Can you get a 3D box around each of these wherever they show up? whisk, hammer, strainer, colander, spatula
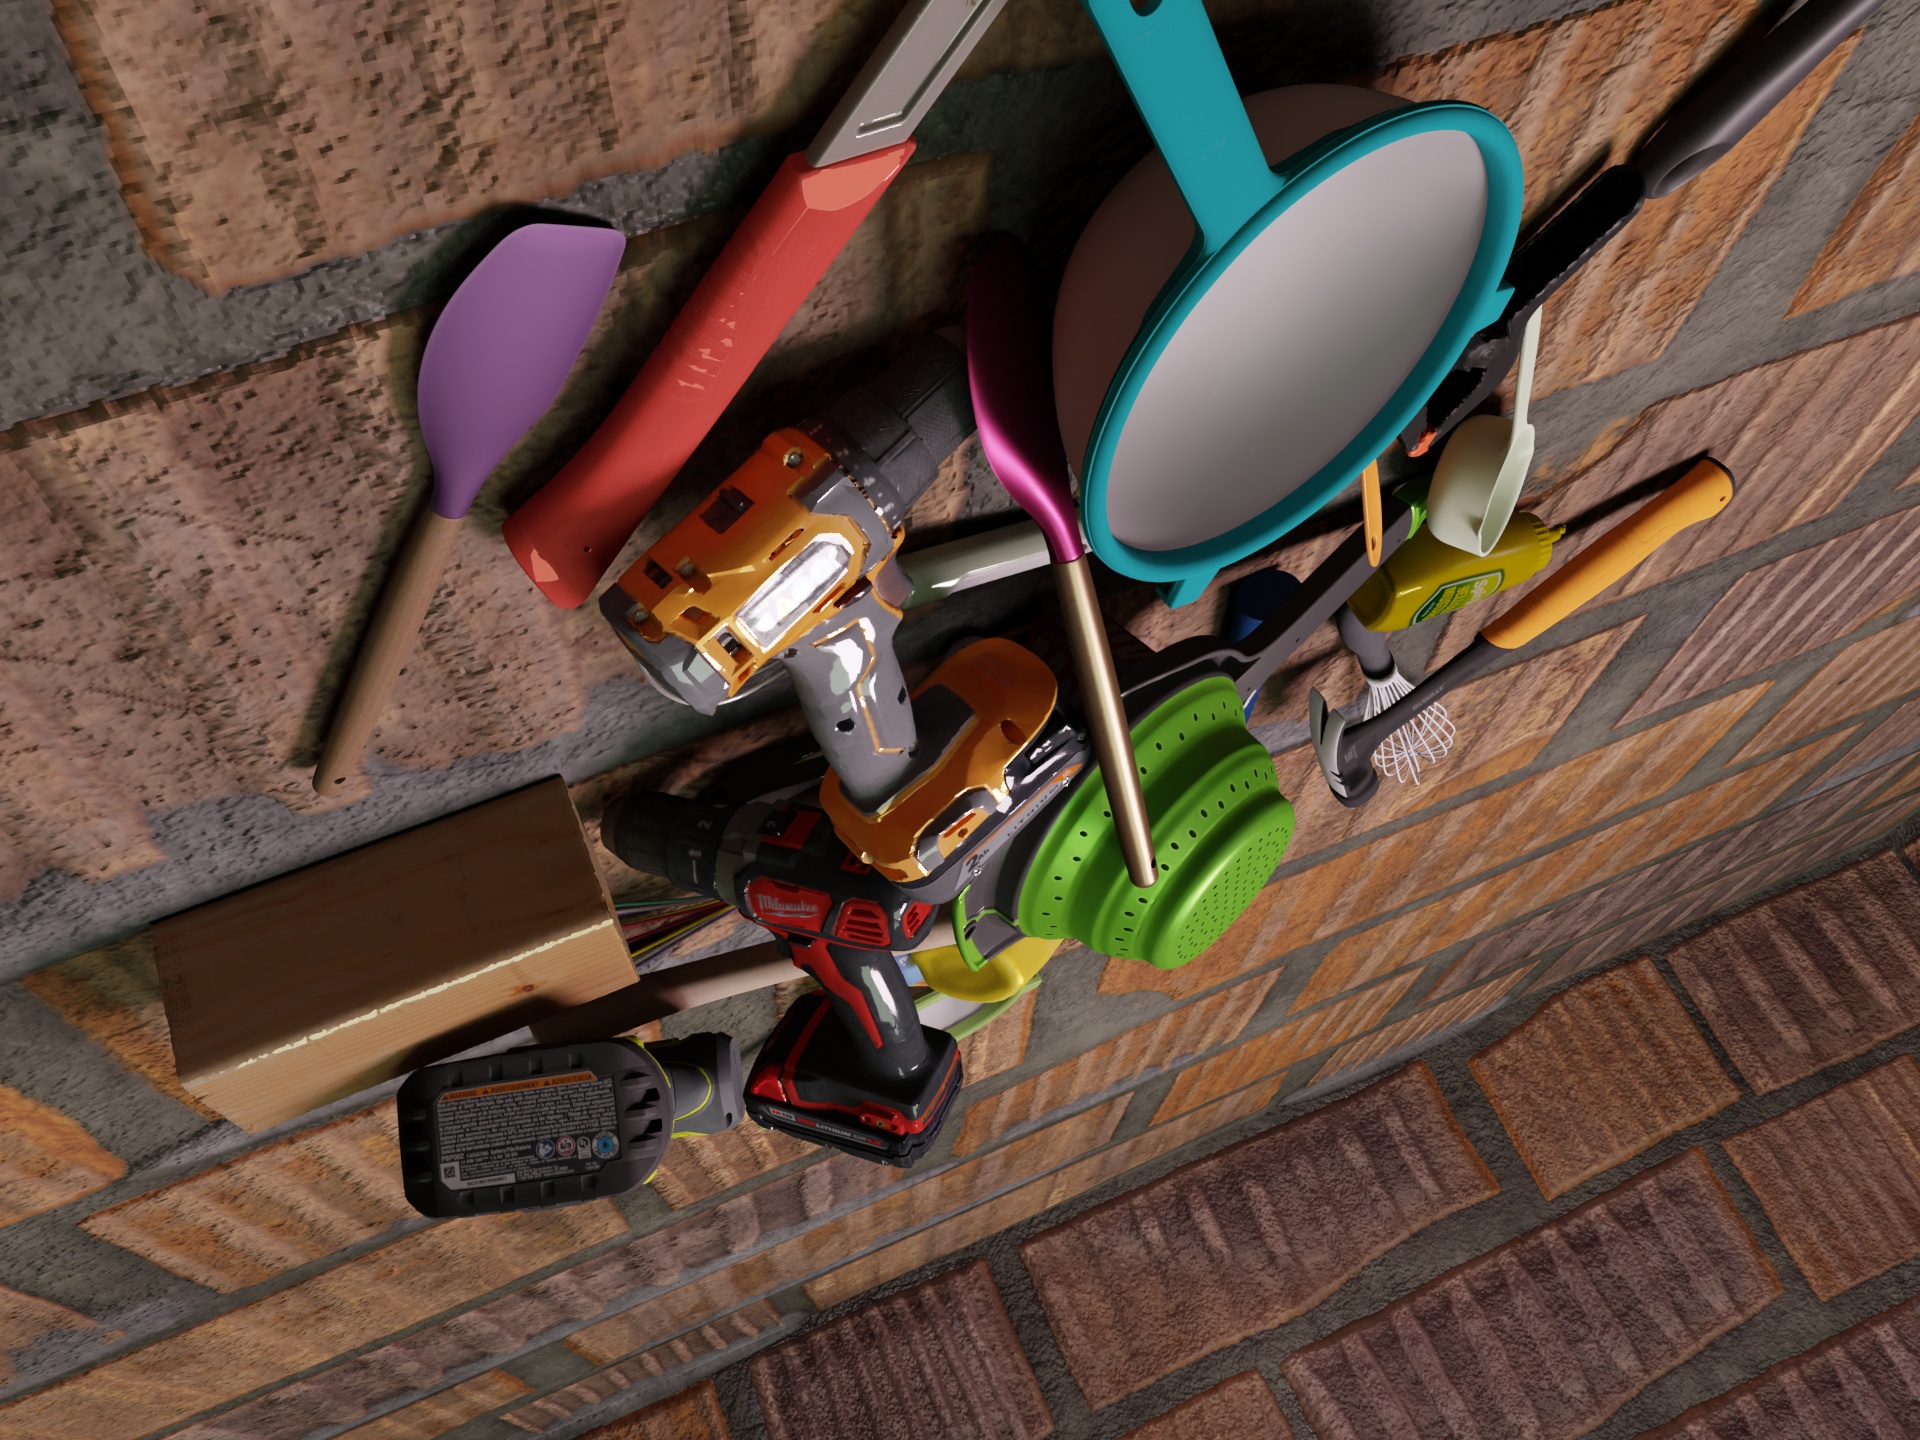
[{"bbox_3d":[0.389,-0.320,0.639,0.073,0.073,0.295,-6,155,-36],"label":"whisk"},{"bbox_3d":[-0.036,-0.061,0.742,0.246,0.059,0.058,-19,170,-26],"label":"whisk"},{"bbox_3d":[-0.050,-0.163,0.543,0.149,0.037,0.359,2,142,-46],"label":"hammer"},{"bbox_3d":[0.082,-0.178,0.560,0.211,0.095,0.340,-43,153,7],"label":"strainer"},{"bbox_3d":[-0.071,0.237,1.252,0.256,0.069,0.151,-34,156,18],"label":"strainer"},{"bbox_3d":[0.378,-0.072,1.066,0.337,0.034,0.127,-36,145,-2],"label":"hammer"},{"bbox_3d":[-0.014,0.046,0.984,0.331,0.031,0.130,-3,147,-41],"label":"hammer"},{"bbox_3d":[-0.158,0.114,0.978,0.245,0.051,0.047,-18,175,-26],"label":"whisk"},{"bbox_3d":[-0.077,0.140,1.016,0.410,0.146,0.038,-15,111,5],"label":"hammer"},{"bbox_3d":[0.166,0.010,0.864,0.397,0.095,0.204,-43,155,-17],"label":"colander"},{"bbox_3d":[0.302,-0.025,1.127,0.070,0.070,0.284,-31,149,9],"label":"whisk"},{"bbox_3d":[0.175,0.022,1.112,0.144,0.035,0.405,-21,154,-11],"label":"hammer"},{"bbox_3d":[-0.205,-0.064,0.605,0.059,0.018,0.315,-13,152,-44],"label":"spatula"}]

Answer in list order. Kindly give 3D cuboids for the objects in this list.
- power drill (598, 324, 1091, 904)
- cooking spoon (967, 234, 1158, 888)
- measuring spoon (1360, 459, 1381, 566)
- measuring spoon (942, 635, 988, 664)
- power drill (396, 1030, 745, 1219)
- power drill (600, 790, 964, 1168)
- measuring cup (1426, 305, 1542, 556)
[{"bbox_3d":[-0.022,-0.042,0.680,0.185,0.084,0.226,-45,137,-7],"label":"power drill"},{"bbox_3d":[0.051,-0.050,0.680,0.069,0.017,0.318,-52,137,-41],"label":"cooking spoon"},{"bbox_3d":[0.210,-0.128,0.832,0.021,0.011,0.116,-55,142,-35],"label":"measuring spoon"},{"bbox_3d":[-0.001,-0.003,0.892,0.034,0.018,0.124,-27,145,-28],"label":"measuring spoon"},{"bbox_3d":[-0.229,0.220,0.891,0.190,0.080,0.228,-8,171,-2],"label":"power drill"},{"bbox_3d":[-0.092,0.132,0.868,0.080,0.188,0.226,-58,151,-42],"label":"power drill"},{"bbox_3d":[0.283,-0.164,0.855,0.083,0.038,0.167,-49,147,-33],"label":"measuring cup"}]
